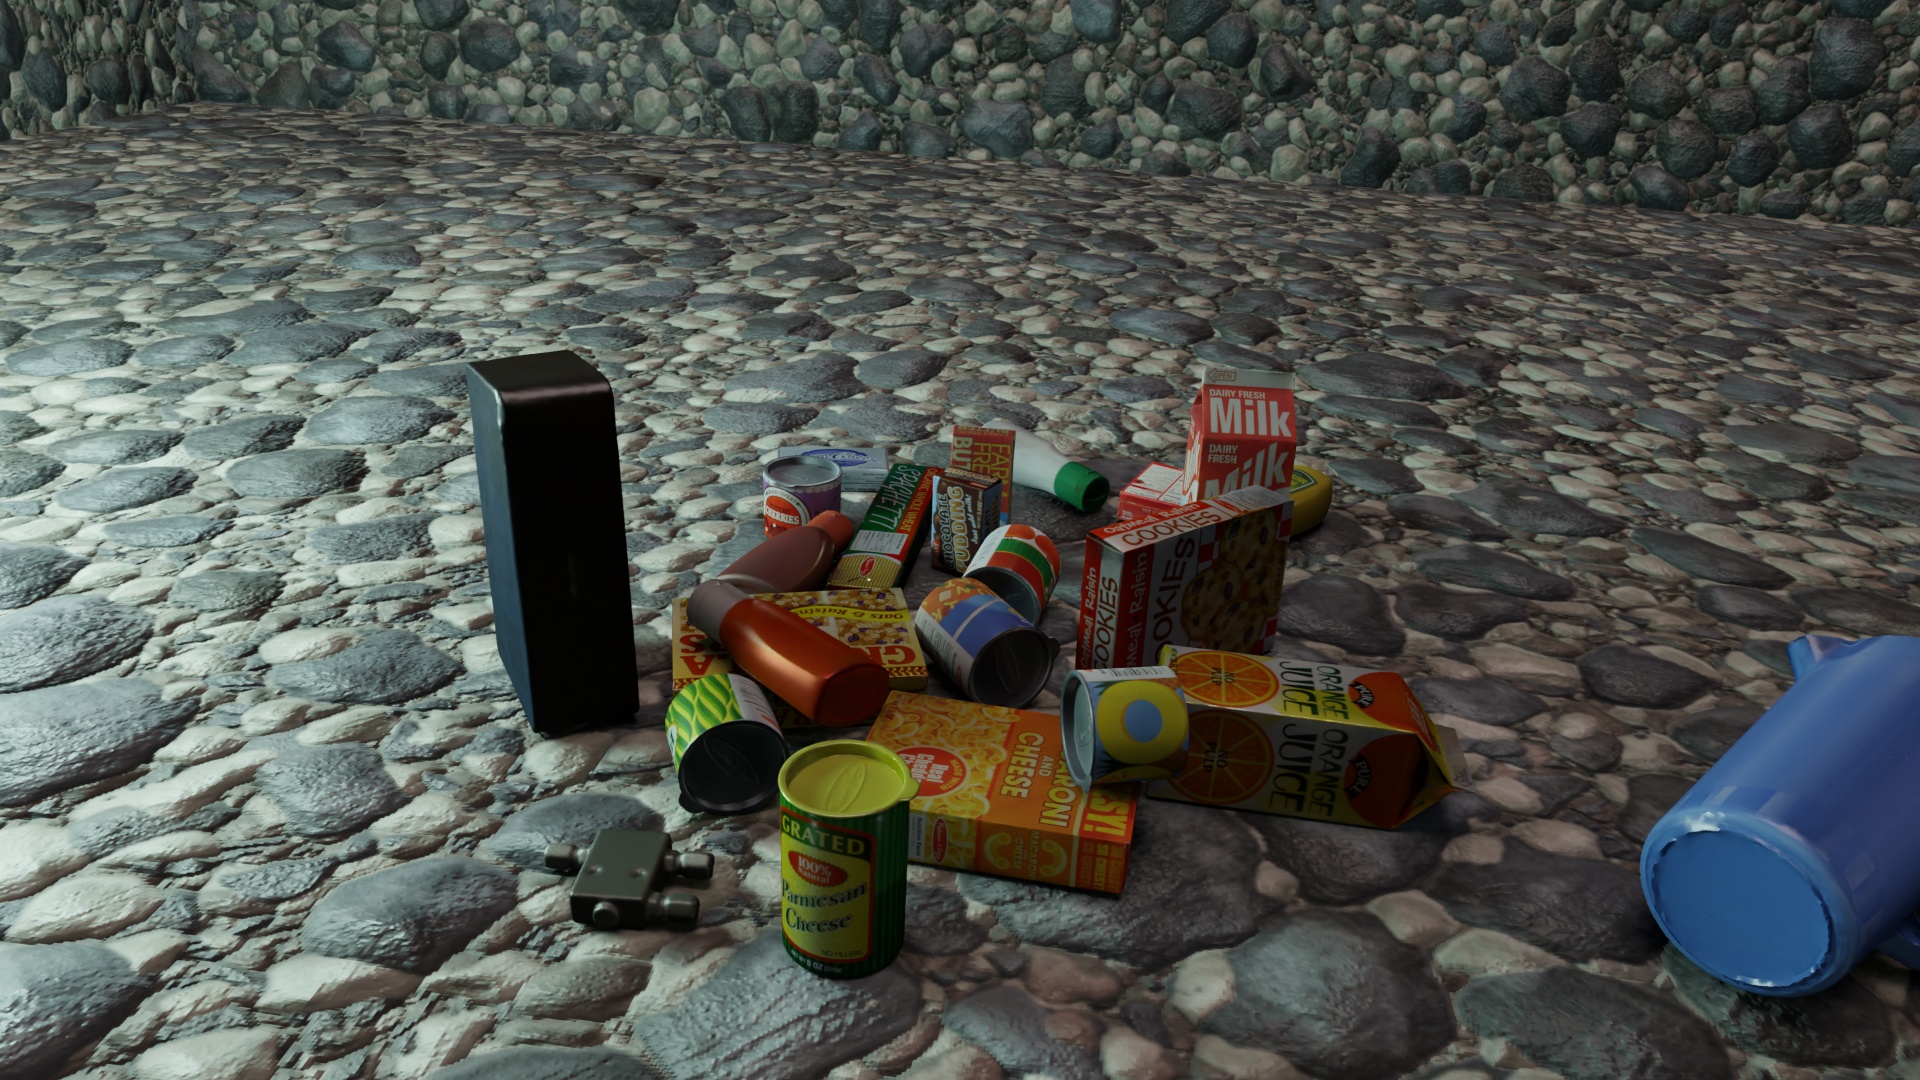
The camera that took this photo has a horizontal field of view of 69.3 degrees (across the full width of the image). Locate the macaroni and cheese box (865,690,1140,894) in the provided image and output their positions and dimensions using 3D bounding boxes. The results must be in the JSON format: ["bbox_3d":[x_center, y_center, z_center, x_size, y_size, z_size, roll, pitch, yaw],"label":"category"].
[{"bbox_3d":[0.023,0.147,0.831,0.166,0.040,0.124,7,25,10],"label":"macaroni and cheese box"}]

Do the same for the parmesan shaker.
[{"bbox_3d":[-0.057,0.164,0.712,0.071,0.102,0.071,2,25,-1],"label":"parmesan shaker"}]

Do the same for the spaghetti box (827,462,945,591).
[{"bbox_3d":[-0.057,-0.006,1.159,0.050,0.028,0.251,7,25,7],"label":"spaghetti box"}]

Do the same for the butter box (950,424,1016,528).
[{"bbox_3d":[0.017,-0.045,1.163,0.053,0.103,0.024,4,24,4],"label":"butter box"}]

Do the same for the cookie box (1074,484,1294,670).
[{"bbox_3d":[0.158,0.038,0.982,0.168,0.122,0.040,-15,29,-33],"label":"cookie box"}]

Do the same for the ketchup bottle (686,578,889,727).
[{"bbox_3d":[-0.116,0.068,0.884,0.149,0.043,0.065,27,17,37],"label":"ketchup bottle"}]

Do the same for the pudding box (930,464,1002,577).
[{"bbox_3d":[0.004,-0.014,1.119,0.050,0.083,0.030,18,29,28],"label":"pudding box"}]

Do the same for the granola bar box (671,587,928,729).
[{"bbox_3d":[-0.114,0.081,0.955,0.166,0.039,0.125,-2,27,-11],"label":"granola bar box"}]

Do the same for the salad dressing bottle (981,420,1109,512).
[{"bbox_3d":[0.075,-0.069,1.293,0.064,0.043,0.148,-15,32,-37],"label":"salad dressing bottle"}]

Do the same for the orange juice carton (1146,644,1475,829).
[{"bbox_3d":[0.216,0.123,0.866,0.193,0.072,0.072,7,25,7],"label":"orange juice carton"}]

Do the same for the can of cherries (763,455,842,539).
[{"bbox_3d":[-0.135,-0.033,1.174,0.071,0.058,0.072,4,25,-2],"label":"can of cherries"}]

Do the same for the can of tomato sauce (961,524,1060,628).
[{"bbox_3d":[0.038,0.034,1.044,0.071,0.071,0.083,9,25,12],"label":"can of tomato sauce"}]

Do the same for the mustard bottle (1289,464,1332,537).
[{"bbox_3d":[0.264,-0.025,1.215,0.065,0.048,0.161,22,31,37],"label":"mustard bottle"}]

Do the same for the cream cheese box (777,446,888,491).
[{"bbox_3d":[-0.118,-0.066,1.285,0.104,0.024,0.053,0,25,-6],"label":"cream cheese box"}]

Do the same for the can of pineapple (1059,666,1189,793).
[{"bbox_3d":[0.094,0.108,0.799,0.058,0.070,0.071,-2,25,-12],"label":"can of pineapple"}]

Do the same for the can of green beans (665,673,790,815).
[{"bbox_3d":[-0.141,0.122,0.835,0.071,0.071,0.058,-6,26,-18],"label":"can of green beans"}]

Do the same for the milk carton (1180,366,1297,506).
[{"bbox_3d":[0.212,-0.041,1.077,0.072,0.189,0.074,3,25,0],"label":"milk carton"}]

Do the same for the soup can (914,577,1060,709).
[{"bbox_3d":[0.017,0.070,0.961,0.071,0.071,0.084,-10,28,-26],"label":"soup can"}]

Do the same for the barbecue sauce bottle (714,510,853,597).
[{"bbox_3d":[-0.130,0.018,1.083,0.065,0.043,0.149,12,26,18],"label":"barbecue sauce bottle"}]
